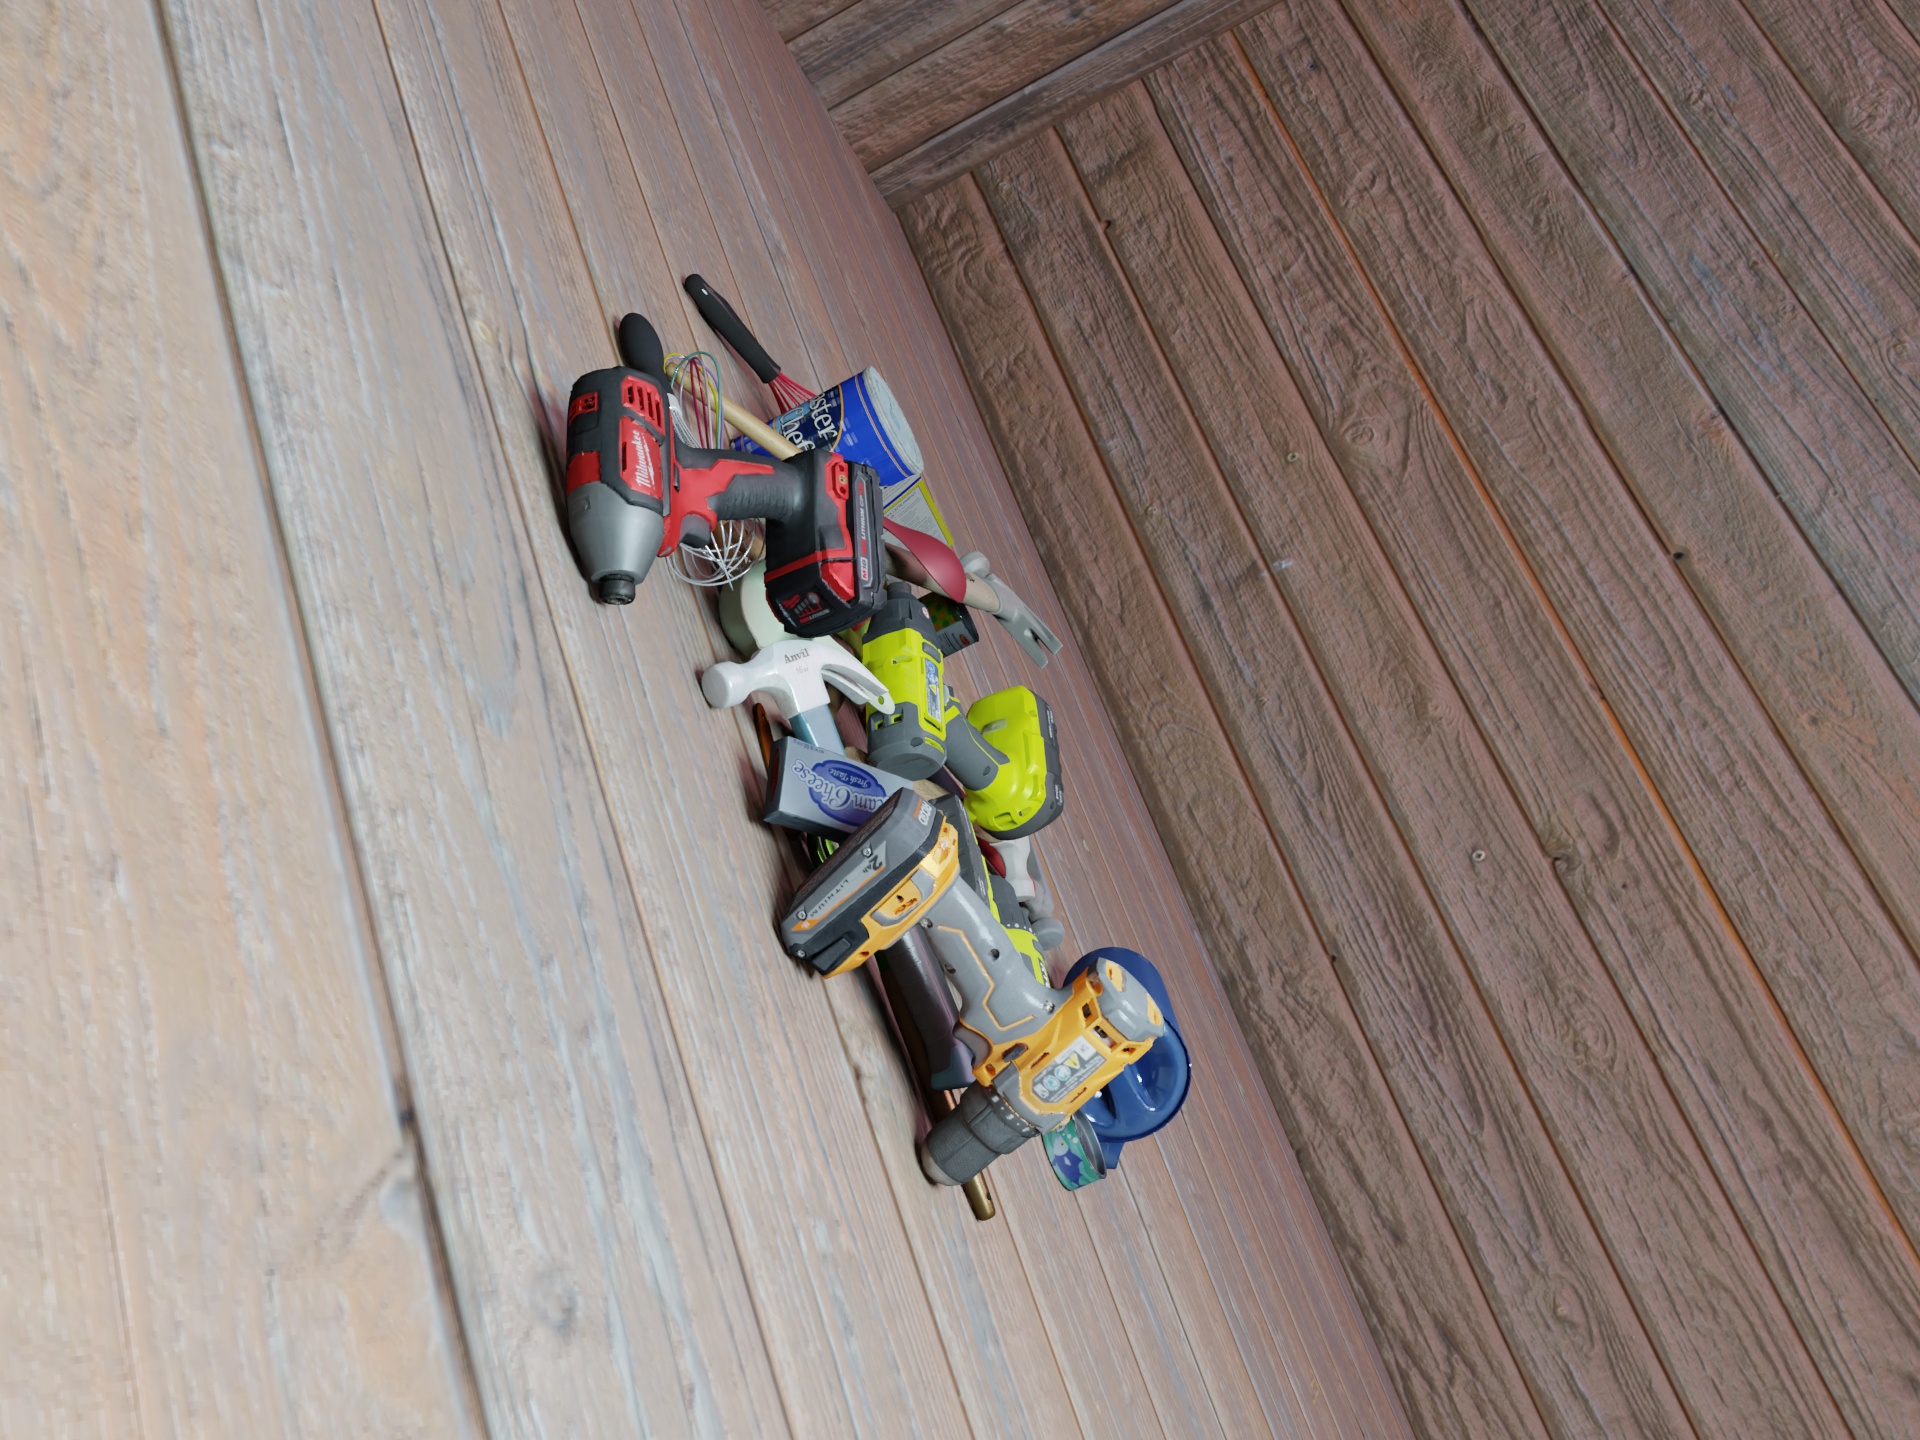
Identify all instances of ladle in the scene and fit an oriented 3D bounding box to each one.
[{"bbox_3d":[-0.115,-0.202,1.338,0.315,0.031,0.069,35,17,-14],"label":"ladle"},{"bbox_3d":[-0.100,-0.094,1.283,0.320,0.062,0.078,42,26,-62],"label":"ladle"}]

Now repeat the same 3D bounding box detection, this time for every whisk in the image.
[{"bbox_3d":[-0.208,-0.203,1.155,0.070,0.070,0.285,48,14,-56],"label":"whisk"},{"bbox_3d":[-0.190,-0.191,1.232,0.047,0.051,0.245,56,15,-63],"label":"whisk"},{"bbox_3d":[-0.177,-0.330,1.581,0.295,0.073,0.073,47,19,-38],"label":"whisk"}]

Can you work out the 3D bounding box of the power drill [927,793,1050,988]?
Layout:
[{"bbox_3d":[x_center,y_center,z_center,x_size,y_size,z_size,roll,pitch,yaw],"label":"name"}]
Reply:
[{"bbox_3d":[0.011,0.164,1.302,0.228,0.080,0.191,58,13,-45],"label":"power drill"}]

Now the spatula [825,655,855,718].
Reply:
[{"bbox_3d":[-0.096,-0.013,1.269,0.082,0.044,0.318,56,11,-12],"label":"spatula"}]

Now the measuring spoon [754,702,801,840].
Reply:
[{"bbox_3d":[-0.126,0.033,1.104,0.021,0.011,0.117,50,18,-54],"label":"measuring spoon"}]

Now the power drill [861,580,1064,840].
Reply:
[{"bbox_3d":[-0.002,-0.004,1.328,0.223,0.080,0.171,38,40,-49],"label":"power drill"}]

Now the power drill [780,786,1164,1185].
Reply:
[{"bbox_3d":[-0.011,0.177,1.009,0.226,0.185,0.084,44,14,-7],"label":"power drill"}]

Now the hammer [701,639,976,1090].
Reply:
[{"bbox_3d":[-0.060,0.100,1.080,0.128,0.033,0.331,-23,90,-45],"label":"hammer"}]

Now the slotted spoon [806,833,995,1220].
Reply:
[{"bbox_3d":[-0.041,0.197,1.102,0.070,0.031,0.314,-15,81,-61],"label":"slotted spoon"}]

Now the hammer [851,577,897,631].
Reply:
[{"bbox_3d":[-0.096,-0.099,1.490,0.149,0.036,0.359,67,10,13],"label":"hammer"}]

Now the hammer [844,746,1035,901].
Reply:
[{"bbox_3d":[-0.016,0.072,1.381,0.331,0.031,0.130,29,51,-60],"label":"hammer"}]

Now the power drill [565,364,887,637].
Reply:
[{"bbox_3d":[-0.151,-0.125,1.009,0.219,0.078,0.143,14,67,-46],"label":"power drill"}]

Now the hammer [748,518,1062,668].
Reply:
[{"bbox_3d":[-0.056,-0.137,1.404,0.146,0.038,0.410,50,19,30],"label":"hammer"}]

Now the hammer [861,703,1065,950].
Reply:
[{"bbox_3d":[0.002,0.081,1.547,0.385,0.038,0.143,53,14,-47],"label":"hammer"}]

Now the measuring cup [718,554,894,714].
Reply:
[{"bbox_3d":[-0.113,-0.054,1.180,0.167,0.038,0.083,44,52,-32],"label":"measuring cup"}]
